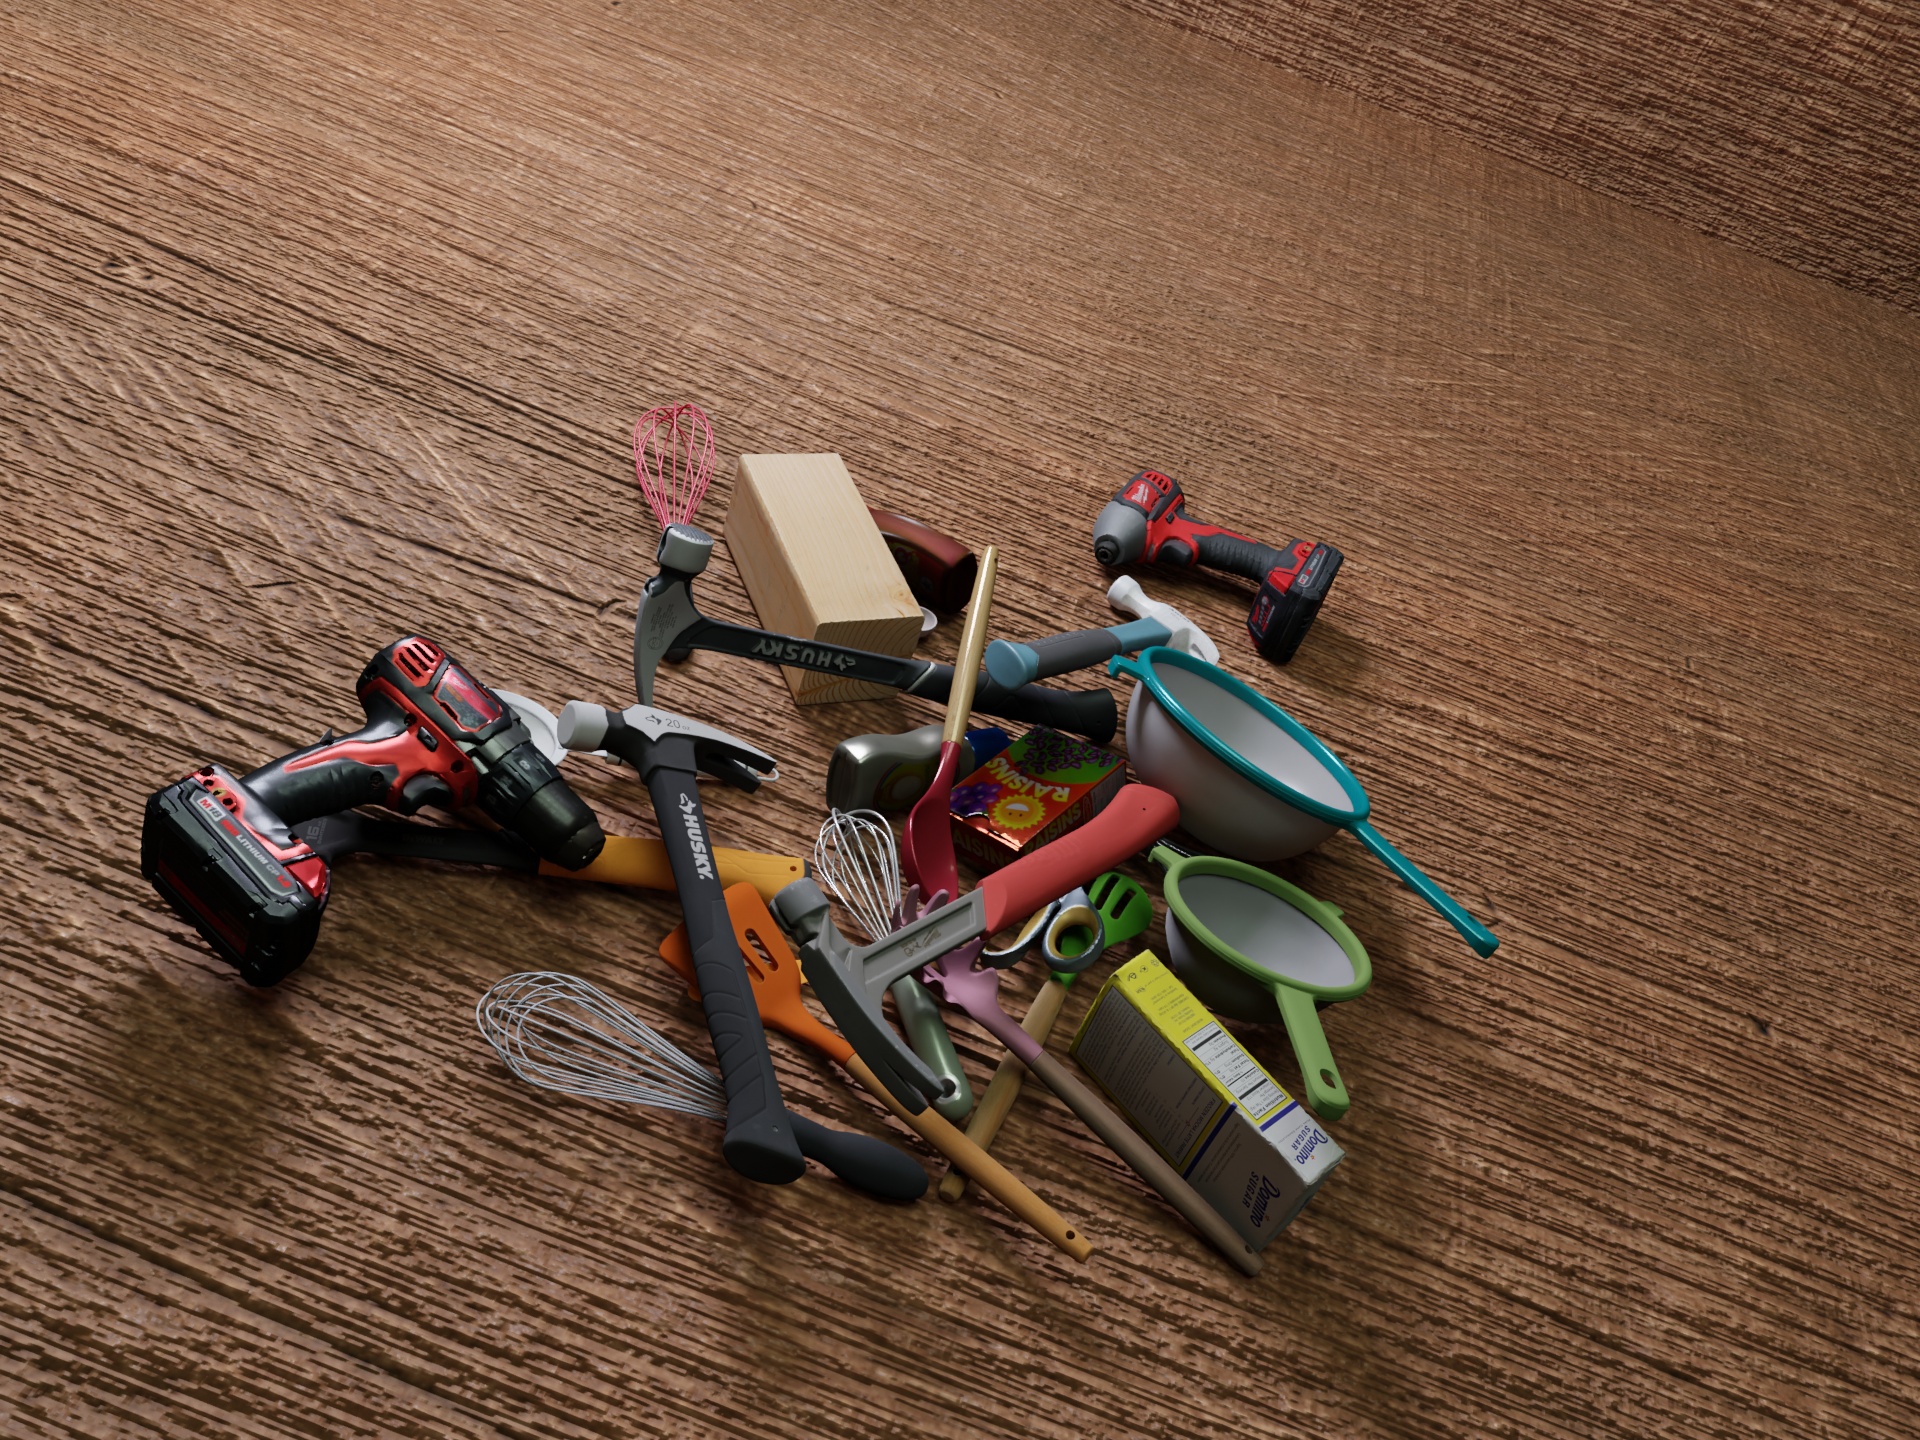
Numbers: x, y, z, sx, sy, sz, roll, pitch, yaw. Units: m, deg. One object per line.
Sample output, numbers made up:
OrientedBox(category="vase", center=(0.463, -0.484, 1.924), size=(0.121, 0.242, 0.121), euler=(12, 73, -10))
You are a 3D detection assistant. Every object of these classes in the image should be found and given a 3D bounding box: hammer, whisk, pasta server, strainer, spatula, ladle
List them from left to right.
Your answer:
OrientedBox(category="hammer", center=(-0.264, 0.083, 1.046), size=(0.336, 0.034, 0.127), euler=(9, 43, -15))
OrientedBox(category="strainer", center=(-0.251, 0.023, 1.112), size=(0.258, 0.050, 0.087), euler=(9, 35, -22))
OrientedBox(category="whisk", center=(-0.235, -0.163, 1.310), size=(0.073, 0.073, 0.296), euler=(6, 49, -17))
OrientedBox(category="whisk", center=(-0.149, 0.221, 0.932), size=(0.284, 0.070, 0.070), euler=(24, 41, -3))
OrientedBox(category="hammer", center=(-0.148, 0.125, 0.967), size=(0.146, 0.035, 0.335), euler=(13, 40, -38))
OrientedBox(category="spatula", center=(-0.048, 0.218, 0.971), size=(0.323, 0.041, 0.081), euler=(34, 51, 23))
OrientedBox(category="hammer", center=(-0.051, -0.031, 1.195), size=(0.408, 0.149, 0.036), euler=(12, 19, -30))
OrientedBox(category="whisk", center=(-0.042, 0.155, 1.054), size=(0.058, 0.059, 0.247), euler=(-27, 54, 3))
OrientedBox(category="ladle", center=(-0.002, -0.004, 1.144), size=(0.031, 0.069, 0.316), euler=(-8, 52, 27))
OrientedBox(category="hammer", center=(0.043, 0.118, 1.030), size=(0.359, 0.036, 0.149), euler=(-21, 68, -49))
OrientedBox(category="pasta server", center=(0.071, 0.227, 0.994), size=(0.316, 0.040, 0.060), euler=(43, 37, 9))
OrientedBox(category="hammer", center=(0.112, -0.062, 1.287), size=(0.128, 0.033, 0.331), euler=(38, 25, 20))
OrientedBox(category="whisk", center=(0.145, 0.095, 1.200), size=(0.239, 0.055, 0.055), euler=(39, 43, 26))
OrientedBox(category="strainer", center=(0.198, 0.185, 1.030), size=(0.151, 0.069, 0.257), euler=(19, 25, -12))
OrientedBox(category="strainer", center=(0.245, 0.081, 1.200), size=(0.341, 0.095, 0.211), euler=(44, 21, 24))

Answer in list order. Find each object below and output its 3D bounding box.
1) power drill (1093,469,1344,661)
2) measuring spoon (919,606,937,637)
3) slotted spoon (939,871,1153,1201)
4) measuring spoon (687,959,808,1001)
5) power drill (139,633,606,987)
OrientedBox(category="power drill", center=(0.230, -0.148, 1.475), size=(0.220, 0.078, 0.143), euler=(28, 40, 12))
OrientedBox(category="measuring spoon", center=(-0.068, -0.104, 1.350), size=(0.034, 0.018, 0.124), euler=(-23, 51, -39))
OrientedBox(category="slotted spoon", center=(0.057, 0.197, 1.062), size=(0.070, 0.031, 0.314), euler=(18, 41, 17))
OrientedBox(category="measuring spoon", center=(-0.121, 0.168, 1.034), size=(0.117, 0.011, 0.021), euler=(-7, 63, -24))
OrientedBox(category="power drill", center=(-0.343, 0.061, 0.955), size=(0.188, 0.080, 0.227), euler=(43, 44, 6))
